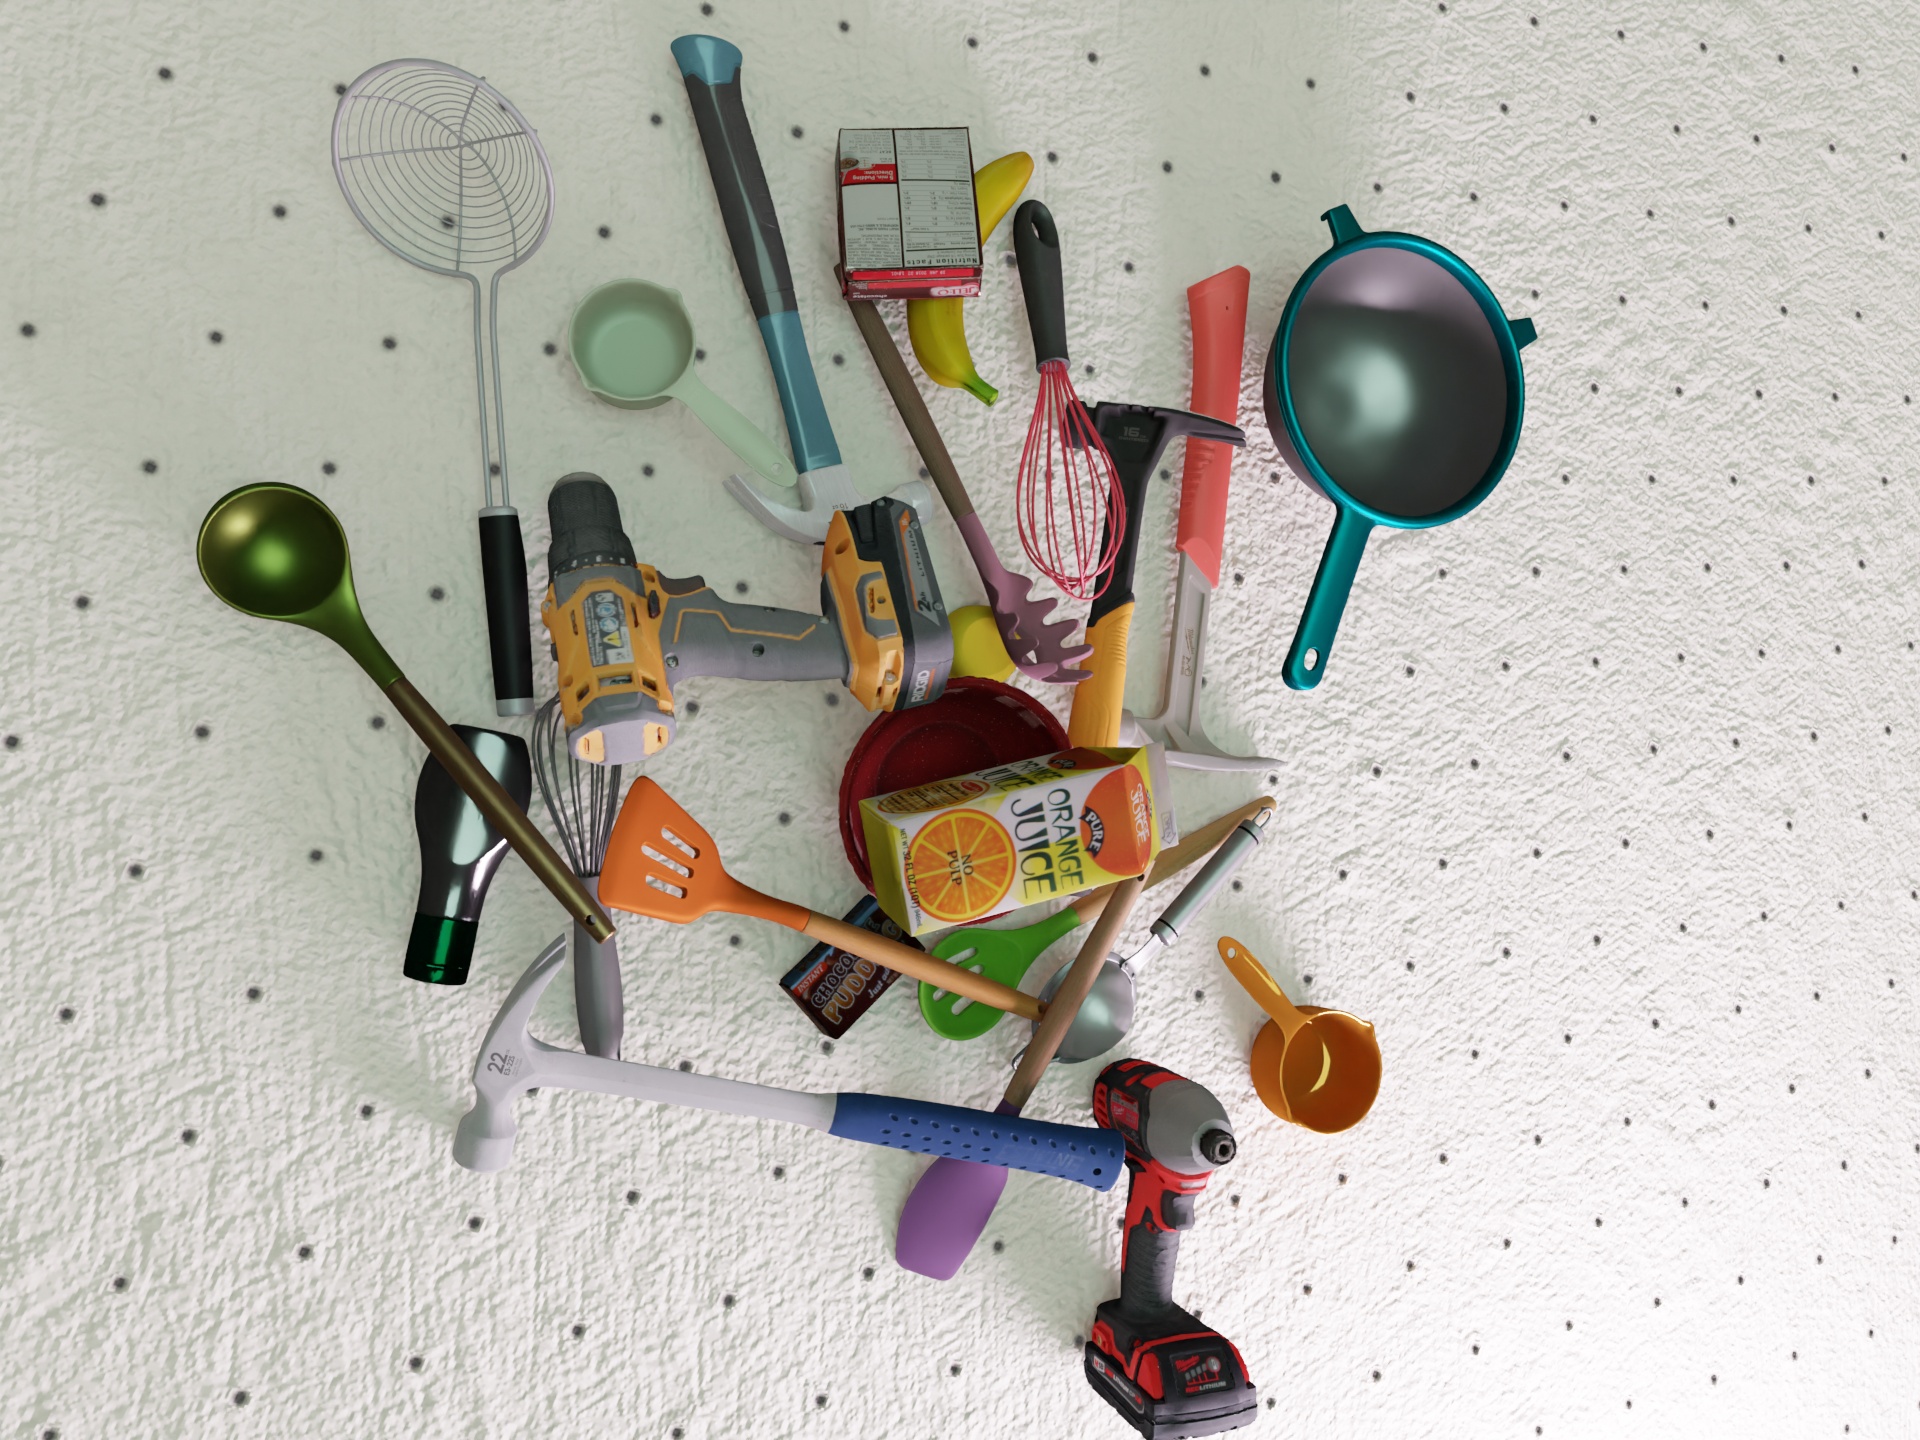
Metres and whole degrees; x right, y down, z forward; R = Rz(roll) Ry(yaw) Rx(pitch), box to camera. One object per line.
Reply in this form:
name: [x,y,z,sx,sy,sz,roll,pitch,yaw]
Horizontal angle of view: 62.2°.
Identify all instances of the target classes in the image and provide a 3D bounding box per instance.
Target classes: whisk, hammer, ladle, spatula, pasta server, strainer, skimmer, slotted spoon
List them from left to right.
ladle: [-0.300,0.000,0.881,0.078,0.062,0.320,-40,89,-1]
skimmer: [-0.284,-0.182,0.913,0.127,0.090,0.363,-4,92,10]
whisk: [-0.222,0.095,0.952,0.055,0.055,0.239,-5,94,-23]
hammer: [-0.119,-0.272,1.017,0.128,0.033,0.331,-17,94,-24]
hammer: [-0.087,0.233,0.969,0.405,0.035,0.144,14,102,-17]
spatula: [-0.071,0.131,0.981,0.322,0.041,0.081,24,64,-21]
pasta server: [-0.003,-0.161,1.039,0.060,0.040,0.316,-25,89,-55]
spatula: [0.044,0.224,1.030,0.059,0.018,0.316,27,95,-20]
whisk: [0.064,-0.218,1.055,0.073,0.073,0.296,2,71,-23]
slotted spoon: [0.099,0.125,1.096,0.314,0.031,0.070,-27,98,-23]
hammer: [0.106,-0.048,1.070,0.127,0.034,0.337,9,84,12]
strainer: [0.135,0.152,1.092,0.258,0.050,0.086,-46,127,-16]
hammer: [0.181,-0.144,1.135,0.149,0.037,0.359,9,85,-22]
strainer: [0.275,-0.179,1.145,0.211,0.095,0.340,23,81,-19]

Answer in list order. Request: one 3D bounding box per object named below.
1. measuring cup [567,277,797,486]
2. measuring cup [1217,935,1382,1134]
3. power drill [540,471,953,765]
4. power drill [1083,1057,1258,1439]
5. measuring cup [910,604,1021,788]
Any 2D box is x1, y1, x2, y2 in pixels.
measuring cup: [-0.166,-0.197,0.974,0.167,0.038,0.083,41,81,-4]
measuring cup: [0.225,0.216,1.132,0.095,0.052,0.173,-44,102,-18]
power drill: [-0.134,-0.077,0.948,0.226,0.084,0.186,-9,63,-15]
power drill: [0.138,0.342,1.042,0.078,0.143,0.219,0,90,-21]
measuring cup: [-0.002,-0.003,1.056,0.062,0.029,0.156,22,80,-21]
